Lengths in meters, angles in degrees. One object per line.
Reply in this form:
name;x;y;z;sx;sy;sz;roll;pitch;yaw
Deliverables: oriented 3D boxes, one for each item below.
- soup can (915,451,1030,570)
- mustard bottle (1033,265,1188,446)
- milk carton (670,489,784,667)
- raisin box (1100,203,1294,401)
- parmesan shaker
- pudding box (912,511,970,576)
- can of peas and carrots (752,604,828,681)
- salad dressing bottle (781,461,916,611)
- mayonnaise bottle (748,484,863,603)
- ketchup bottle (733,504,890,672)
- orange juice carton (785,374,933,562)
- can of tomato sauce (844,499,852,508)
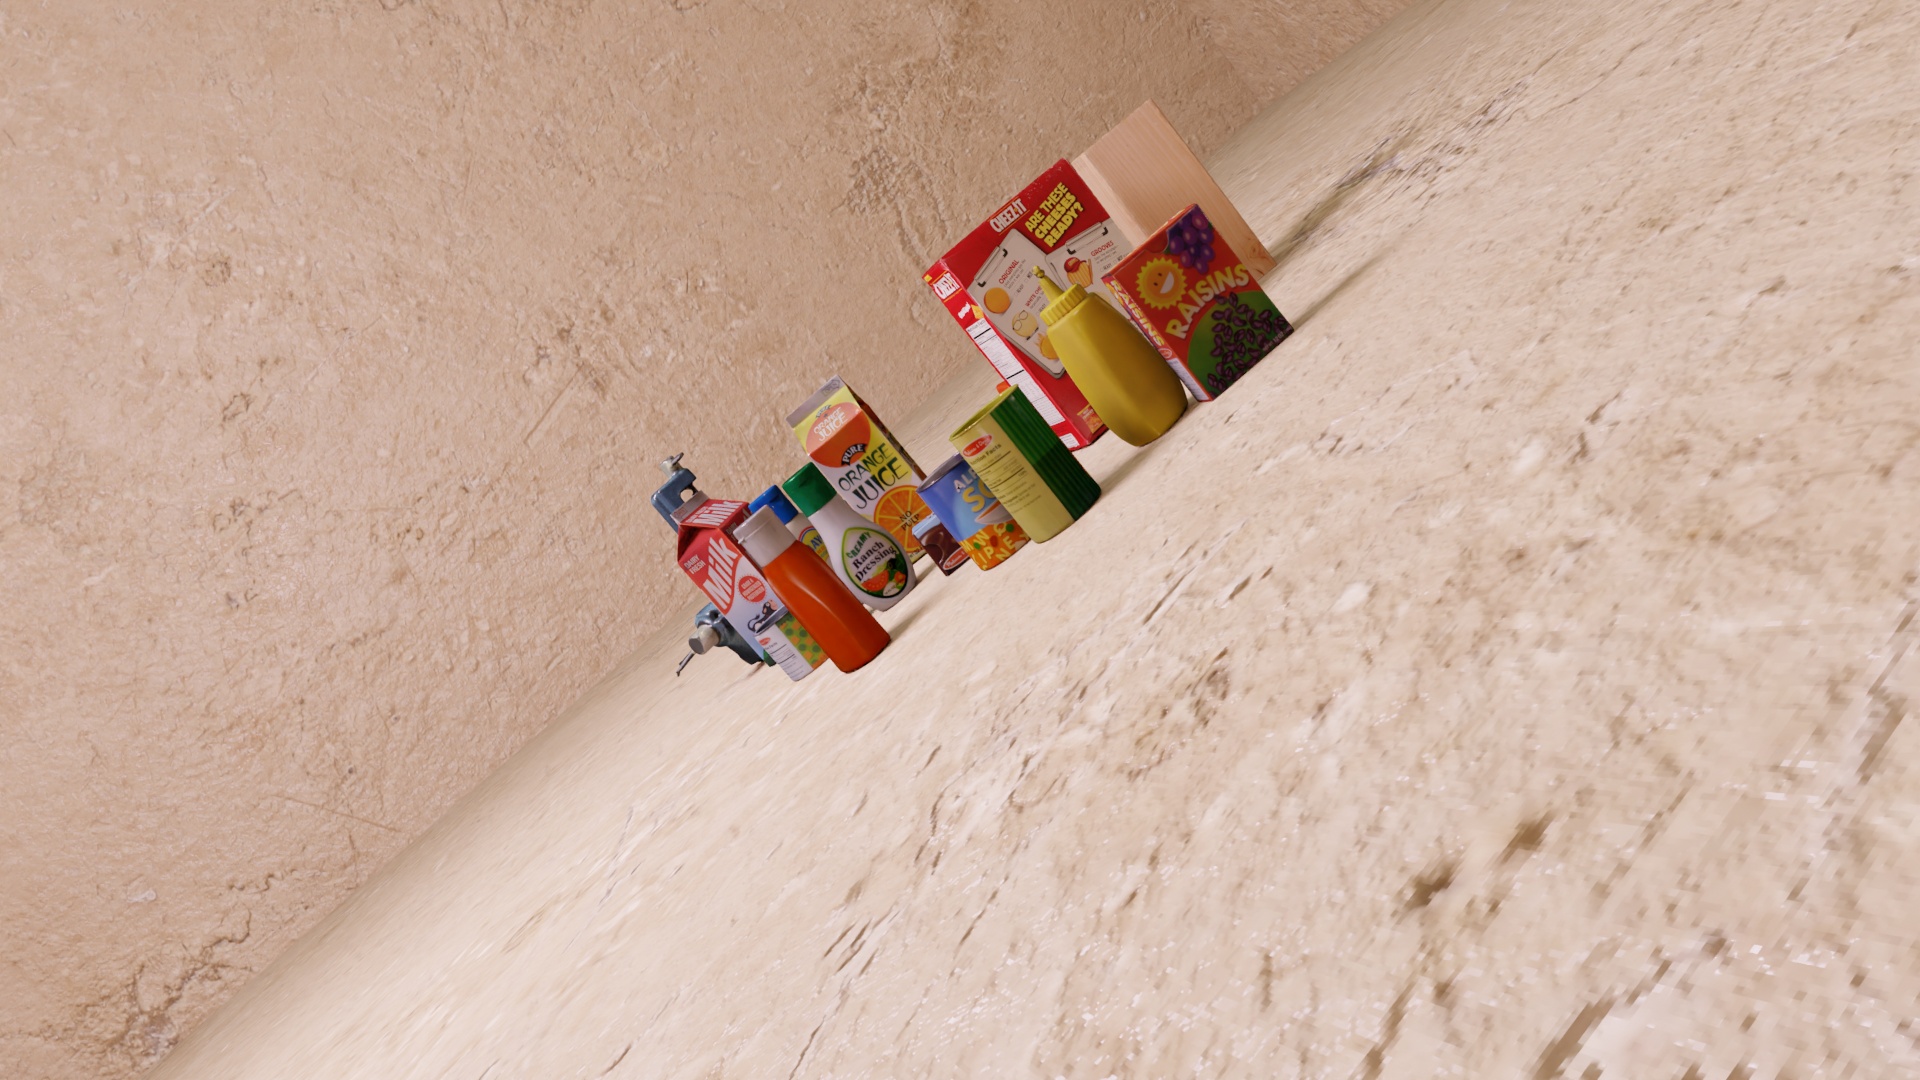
soup can;0.018;-0.029;1.092;0.071;0.083;0.071;-39;8;7
mustard bottle;0.107;-0.148;1.068;0.065;0.160;0.048;-45;10;-33
milk carton;-0.225;0.031;1.459;0.073;0.190;0.073;-35;9;28
raisin box;0.177;-0.177;1.044;0.086;0.123;0.040;-40;8;-3
parmesan shaker;0.047;-0.056;1.039;0.071;0.103;0.071;-39;8;7
pudding box;0.004;-0.015;1.193;0.083;0.049;0.030;-39;8;2
can of peas and carrots;-0.147;0.086;1.286;0.071;0.058;0.071;-39;8;7
salad dressing bottle;-0.102;-0.004;1.262;0.064;0.147;0.044;-42;8;-12
mayonnaise bottle;-0.152;0.011;1.393;0.065;0.148;0.041;-46;10;-37
ketchup bottle;-0.123;0.039;1.124;0.044;0.148;0.064;-45;9;-31
orange juice carton;-0.088;-0.071;1.393;0.072;0.192;0.073;-39;8;6
can of tomato sauce;-0.076;-0.030;1.500;0.071;0.083;0.071;-39;8;7
